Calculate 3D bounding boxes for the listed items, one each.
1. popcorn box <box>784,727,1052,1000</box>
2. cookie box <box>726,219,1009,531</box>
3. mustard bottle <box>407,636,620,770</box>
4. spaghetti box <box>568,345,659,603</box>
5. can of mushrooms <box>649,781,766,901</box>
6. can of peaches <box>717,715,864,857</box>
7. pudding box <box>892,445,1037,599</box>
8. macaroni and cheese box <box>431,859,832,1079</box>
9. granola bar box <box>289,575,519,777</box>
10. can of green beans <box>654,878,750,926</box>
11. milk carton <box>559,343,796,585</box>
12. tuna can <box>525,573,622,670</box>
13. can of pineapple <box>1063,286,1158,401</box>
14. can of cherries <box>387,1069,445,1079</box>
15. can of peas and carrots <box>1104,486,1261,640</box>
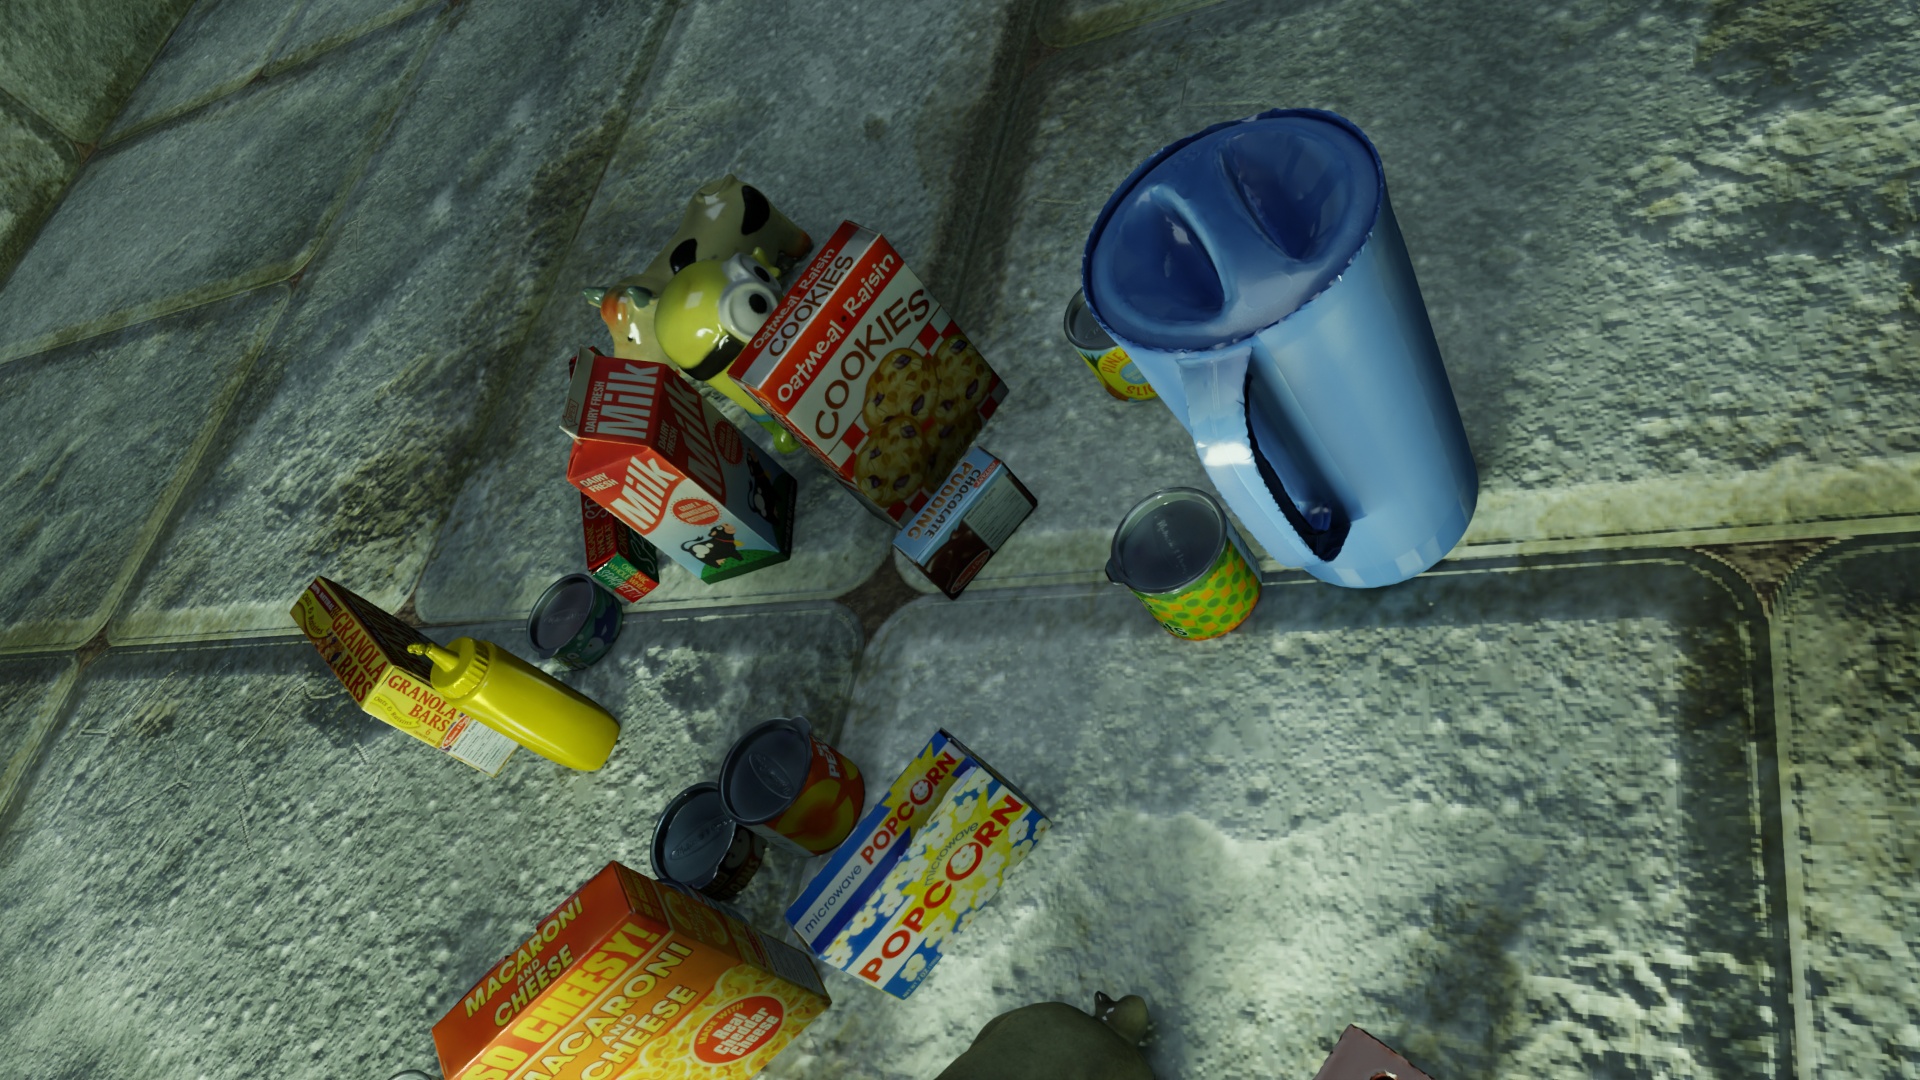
[{"bbox_3d":[-0.021,0.171,0.727,0.127,0.085,0.038,-50,45,-5],"label":"popcorn box"},{"bbox_3d":[-0.055,-0.101,0.887,0.040,0.167,0.123,27,77,43],"label":"cookie box"},{"bbox_3d":[-0.297,0.102,0.915,0.065,0.160,0.049,8,65,38],"label":"mustard bottle"},{"bbox_3d":[-0.274,-0.057,1.090,0.028,0.050,0.251,-31,47,13],"label":"spaghetti box"},{"bbox_3d":[-0.153,0.186,0.844,0.071,0.033,0.071,-18,51,24],"label":"can of mushrooms"},{"bbox_3d":[-0.097,0.144,0.818,0.071,0.058,0.071,-18,51,24],"label":"can of peaches"},{"bbox_3d":[0.003,-0.011,0.866,0.084,0.049,0.030,-49,45,-5],"label":"pudding box"},{"bbox_3d":[-0.164,0.244,0.717,0.123,0.166,0.040,-43,45,1],"label":"macaroni and cheese box"},{"bbox_3d":[-0.406,0.098,1.019,0.166,0.124,0.039,29,79,44],"label":"granola bar box"},{"bbox_3d":[-0.160,0.235,0.797,0.071,0.057,0.071,-18,51,24],"label":"can of green beans"},{"bbox_3d":[-0.196,-0.051,0.933,0.073,0.190,0.073,-17,51,25],"label":"milk carton"},{"bbox_3d":[-0.285,0.062,1.024,0.071,0.032,0.071,-18,51,24],"label":"tuna can"},{"bbox_3d":[0.107,-0.128,0.872,0.071,0.057,0.071,-18,51,24],"label":"can of pineapple"},{"bbox_3d":[-0.313,0.354,0.818,0.071,0.058,0.072,-18,51,24],"label":"can of cherries"},{"bbox_3d":[0.122,0.015,0.758,0.071,0.058,0.071,-18,51,24],"label":"can of peas and carrots"}]
